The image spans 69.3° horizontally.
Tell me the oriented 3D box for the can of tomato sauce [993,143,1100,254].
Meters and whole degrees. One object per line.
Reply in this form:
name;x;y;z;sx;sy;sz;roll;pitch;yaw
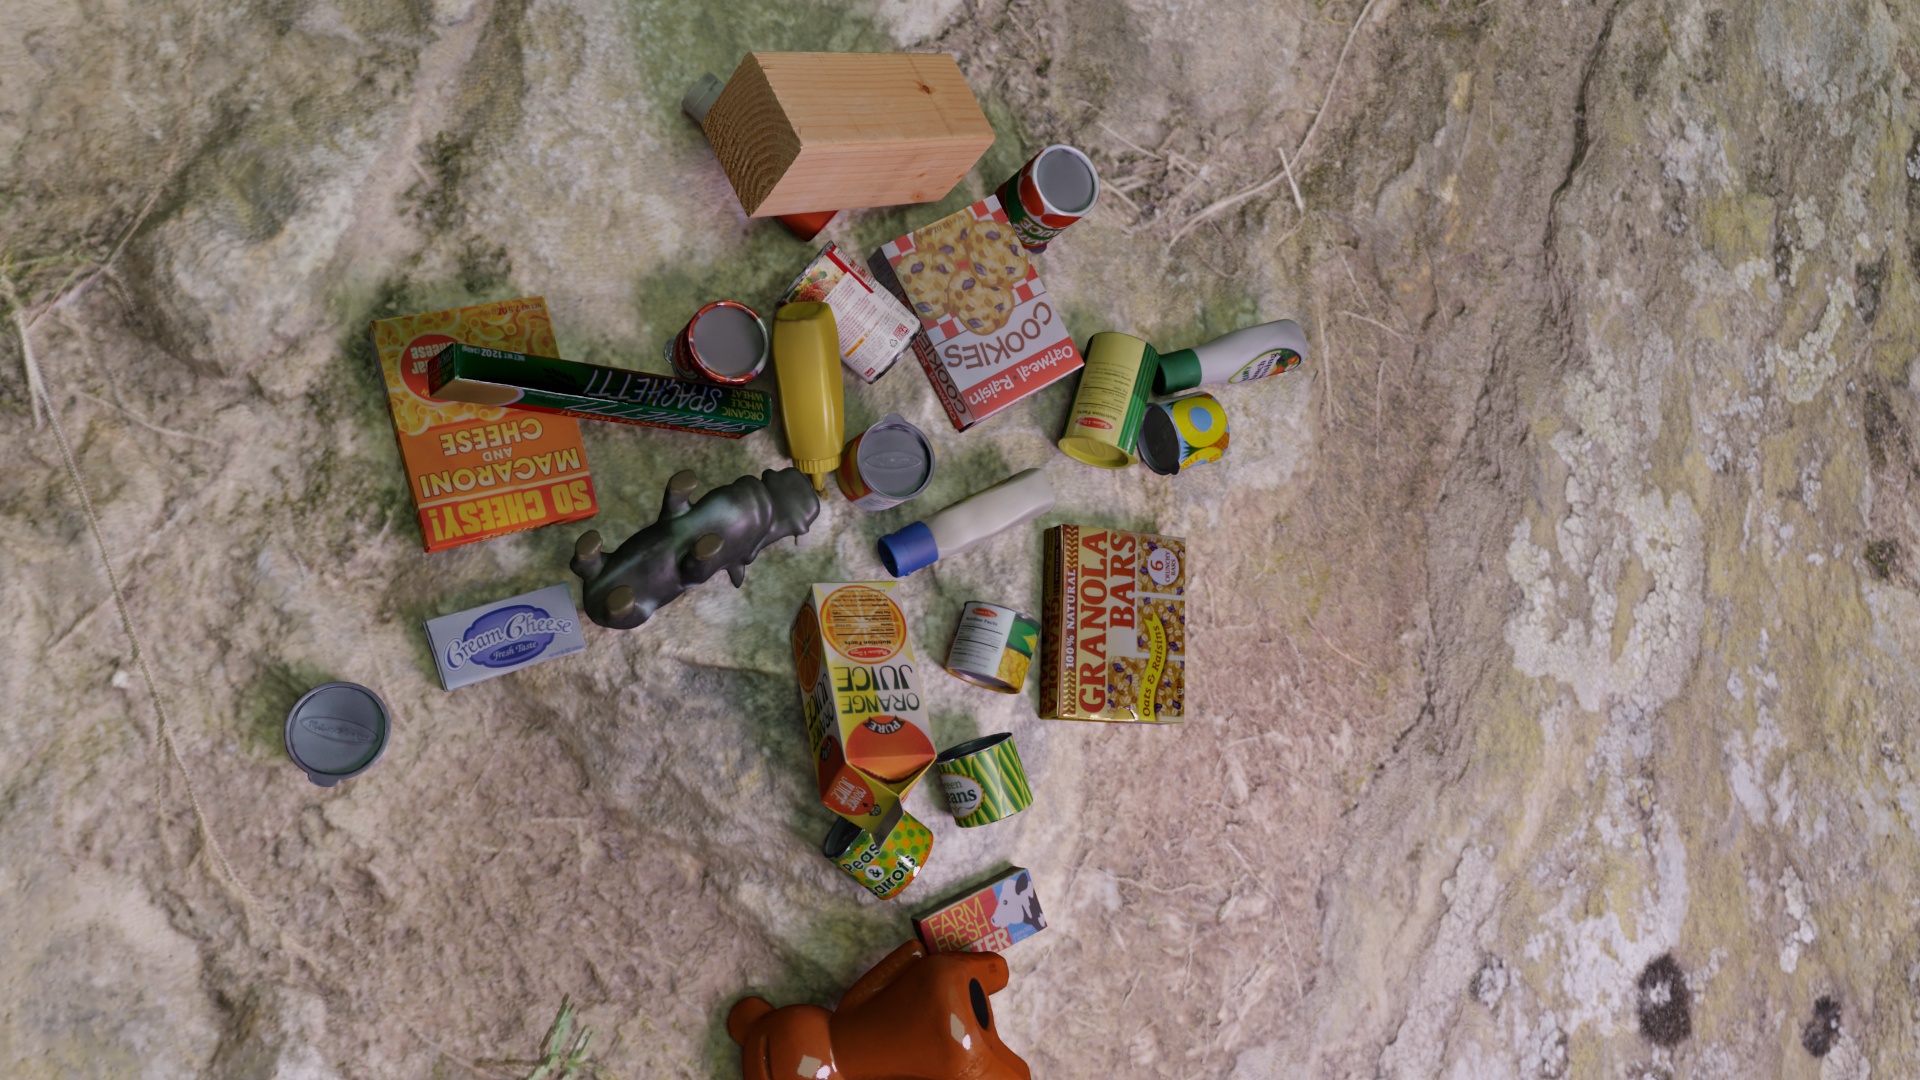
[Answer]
can of tomato sauce;0.074;-0.296;1.207;0.071;0.083;0.071;4;80;-23

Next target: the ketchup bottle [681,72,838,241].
ketchup bottle;-0.158;-0.315;1.129;0.148;0.043;0.065;42;59;-12

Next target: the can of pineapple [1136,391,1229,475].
can of pineapple;0.198;-0.094;1.238;0.058;0.071;0.071;-16;88;-25

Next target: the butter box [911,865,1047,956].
butter box;0.015;0.307;1.117;0.104;0.024;0.053;-20;90;-25

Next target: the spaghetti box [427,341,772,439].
spaghetti box;-0.255;-0.106;1.014;0.250;0.050;0.029;5;76;-40

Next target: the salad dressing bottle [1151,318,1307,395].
salad dressing bottle;0.245;-0.166;1.277;0.148;0.064;0.044;-15;70;-17

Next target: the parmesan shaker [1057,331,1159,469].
parmesan shaker;0.133;-0.121;1.213;0.071;0.071;0.103;23;73;-19

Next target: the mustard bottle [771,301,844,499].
mustard bottle;-0.117;-0.105;1.092;0.049;0.065;0.159;1;114;7

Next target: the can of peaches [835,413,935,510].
can of peaches;-0.062;-0.062;1.124;0.071;0.058;0.071;4;80;-23

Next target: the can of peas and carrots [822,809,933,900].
can of peas and carrots;-0.063;0.235;1.069;0.058;0.071;0.071;41;68;-13

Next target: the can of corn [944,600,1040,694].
can of corn;0.027;0.089;1.136;0.071;0.071;0.058;24;74;-19

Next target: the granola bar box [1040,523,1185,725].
granola bar box;0.133;0.074;1.198;0.124;0.039;0.165;6;79;-23

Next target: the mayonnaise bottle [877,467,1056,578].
mayonnaise bottle;0.004;-0.014;1.144;0.148;0.064;0.041;-24;89;-21

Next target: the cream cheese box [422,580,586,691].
cream cheese box;-0.328;0.069;1.003;0.104;0.024;0.053;-17;88;-25

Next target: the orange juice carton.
orange juice carton;-0.071;0.129;1.042;0.073;0.071;0.193;0;57;-24

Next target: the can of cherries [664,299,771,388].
can of cherries;-0.189;-0.148;1.081;0.071;0.058;0.071;4;80;-24

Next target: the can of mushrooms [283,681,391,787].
can of mushrooms;-0.425;0.132;0.946;0.071;0.033;0.071;4;80;-24

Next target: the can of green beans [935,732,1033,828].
can of green beans;0.019;0.192;1.114;0.071;0.071;0.058;-18;90;-25

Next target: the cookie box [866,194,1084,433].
cookie box;0.014;-0.194;1.189;0.123;0.040;0.167;-30;93;-25

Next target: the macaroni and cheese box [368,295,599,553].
macaroni and cheese box;-0.346;-0.085;1.012;0.124;0.040;0.166;-14;87;-25
